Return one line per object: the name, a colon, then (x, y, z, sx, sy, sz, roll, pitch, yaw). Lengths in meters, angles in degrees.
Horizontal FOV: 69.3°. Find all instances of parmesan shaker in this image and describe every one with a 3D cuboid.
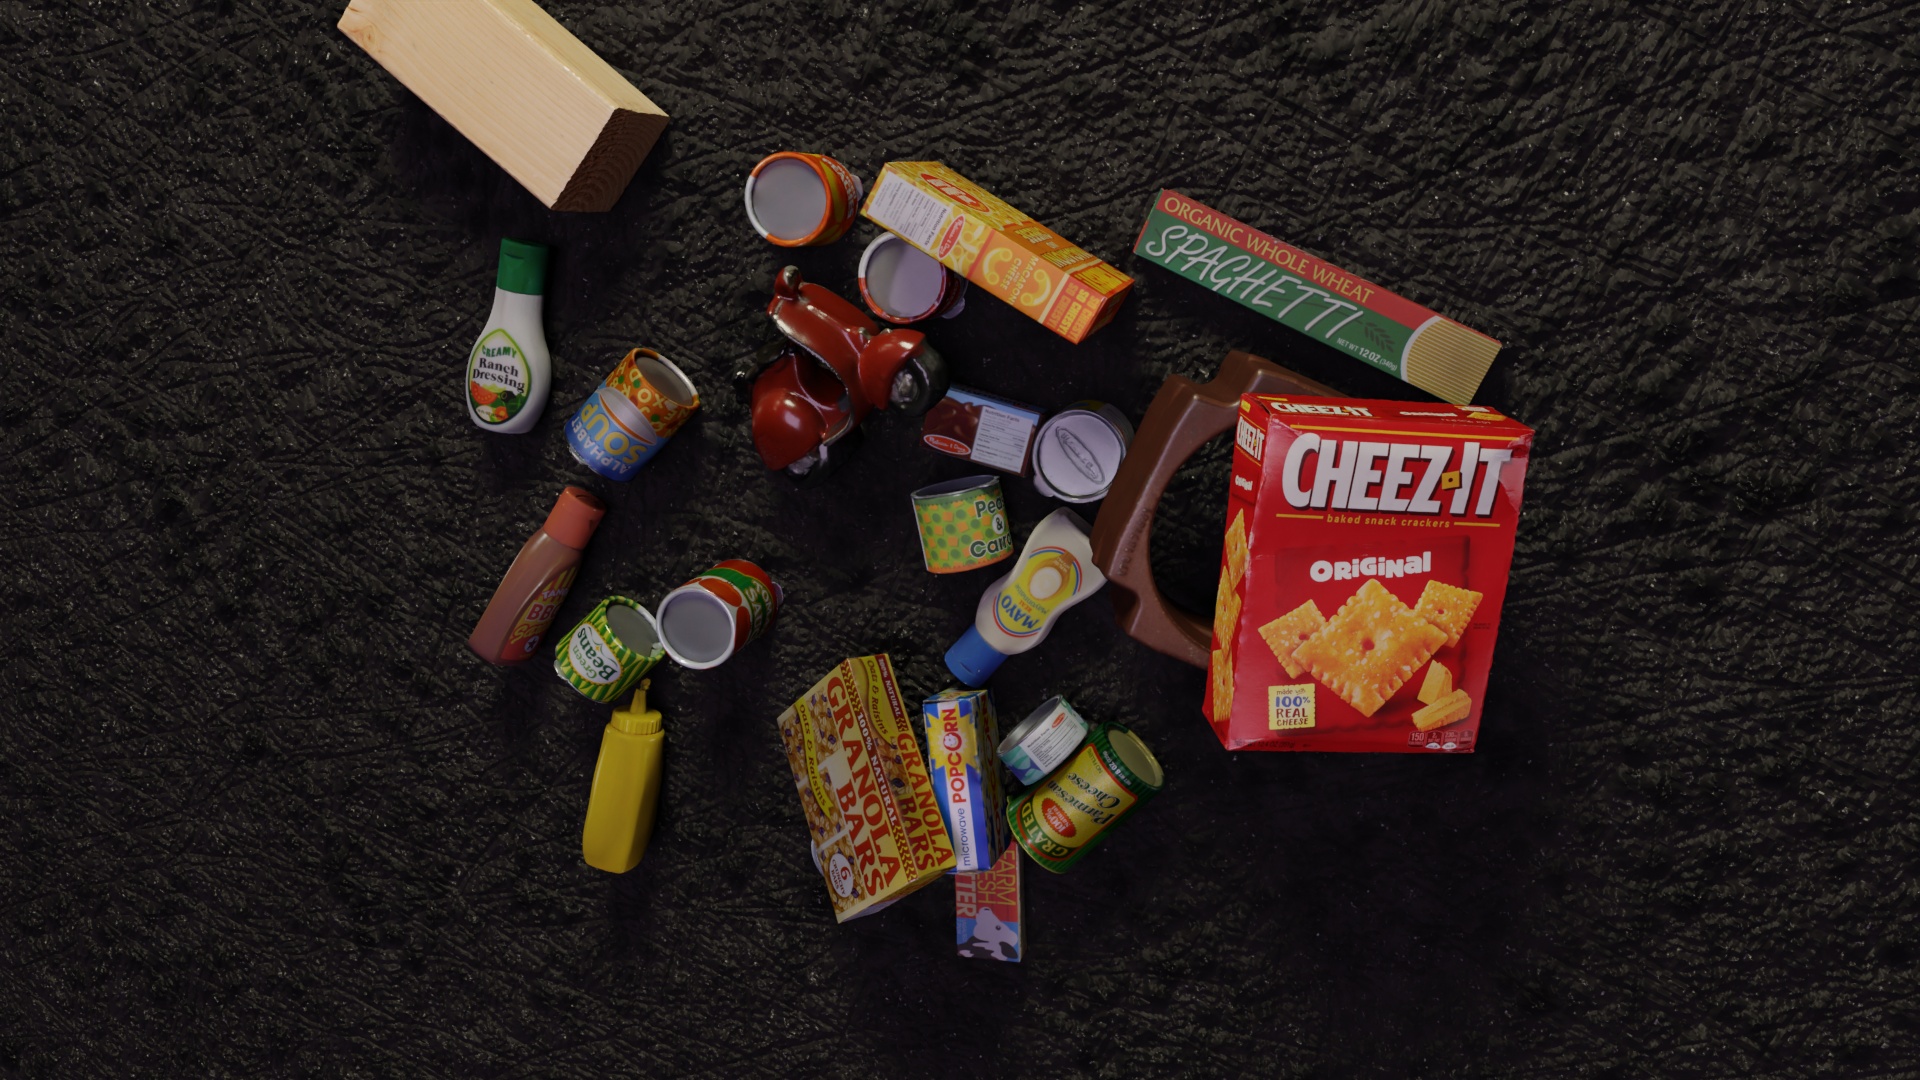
parmesan shaker: (0.091, 0.188, 1.034, 0.071, 0.071, 0.103, 46, 109, 1)

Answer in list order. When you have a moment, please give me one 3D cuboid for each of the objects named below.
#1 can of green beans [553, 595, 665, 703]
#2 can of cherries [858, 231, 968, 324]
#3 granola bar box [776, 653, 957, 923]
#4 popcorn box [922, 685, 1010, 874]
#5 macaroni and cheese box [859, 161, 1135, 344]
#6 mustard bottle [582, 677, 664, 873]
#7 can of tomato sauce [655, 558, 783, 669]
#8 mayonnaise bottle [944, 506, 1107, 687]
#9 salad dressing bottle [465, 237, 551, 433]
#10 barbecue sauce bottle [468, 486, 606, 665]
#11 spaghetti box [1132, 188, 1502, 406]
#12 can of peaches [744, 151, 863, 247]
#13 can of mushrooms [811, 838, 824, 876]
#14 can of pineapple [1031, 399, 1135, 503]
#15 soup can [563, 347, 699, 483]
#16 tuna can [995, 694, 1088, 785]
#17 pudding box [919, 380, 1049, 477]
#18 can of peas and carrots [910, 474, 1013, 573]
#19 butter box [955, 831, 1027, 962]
can of green beans: (-0.277, 0.086, 1.104, 0.057, 0.071, 0.071, -41, 90, 19)
can of cherries: (-0.031, -0.186, 0.984, 0.071, 0.058, 0.071, 3, 103, 14)
granola bar box: (-0.072, 0.184, 1.028, 0.123, 0.039, 0.166, -42, 61, 46)
popcorn box: (0.006, 0.175, 1.029, 0.038, 0.085, 0.126, -7, 88, 13)
macaroni and cheese box: (0.029, -0.196, 0.933, 0.166, 0.124, 0.040, 33, 111, 5)
mustard bottle: (-0.269, 0.186, 1.128, 0.049, 0.065, 0.160, 12, 99, 6)
can of tomato sauce: (-0.184, 0.056, 1.064, 0.071, 0.083, 0.071, 3, 103, 14)
mayonnaise bottle: (0.048, 0.047, 1.025, 0.065, 0.041, 0.147, 42, 108, 0)
salad dressing bottle: (-0.346, -0.159, 1.078, 0.064, 0.044, 0.147, 15, 105, 9)
barbecue sauce bottle: (-0.334, 0.028, 1.110, 0.044, 0.065, 0.148, 34, 100, 13)
spaghetti box: (0.237, -0.164, 0.937, 0.250, 0.029, 0.050, 27, 107, 7)
can of peaches: (-0.111, -0.244, 0.992, 0.071, 0.058, 0.071, 3, 103, 14)
can of mushrooms: (-0.082, 0.240, 1.106, 0.071, 0.033, 0.071, 3, 103, 14)
can of pineapple: (0.087, -0.063, 0.982, 0.071, 0.058, 0.070, 3, 103, 14)
soup can: (-0.250, -0.094, 1.054, 0.071, 0.071, 0.083, 46, 109, 1)
tuna can: (0.060, 0.149, 1.034, 0.071, 0.071, 0.033, -41, 91, 19)
pudding box: (0.017, -0.082, 1.010, 0.084, 0.030, 0.049, 17, 107, 10)
can of peas and carrots: (0.004, -0.013, 1.009, 0.071, 0.071, 0.058, -9, 101, 16)
butter box: (0.023, 0.278, 1.092, 0.053, 0.024, 0.103, 1, 103, 14)
